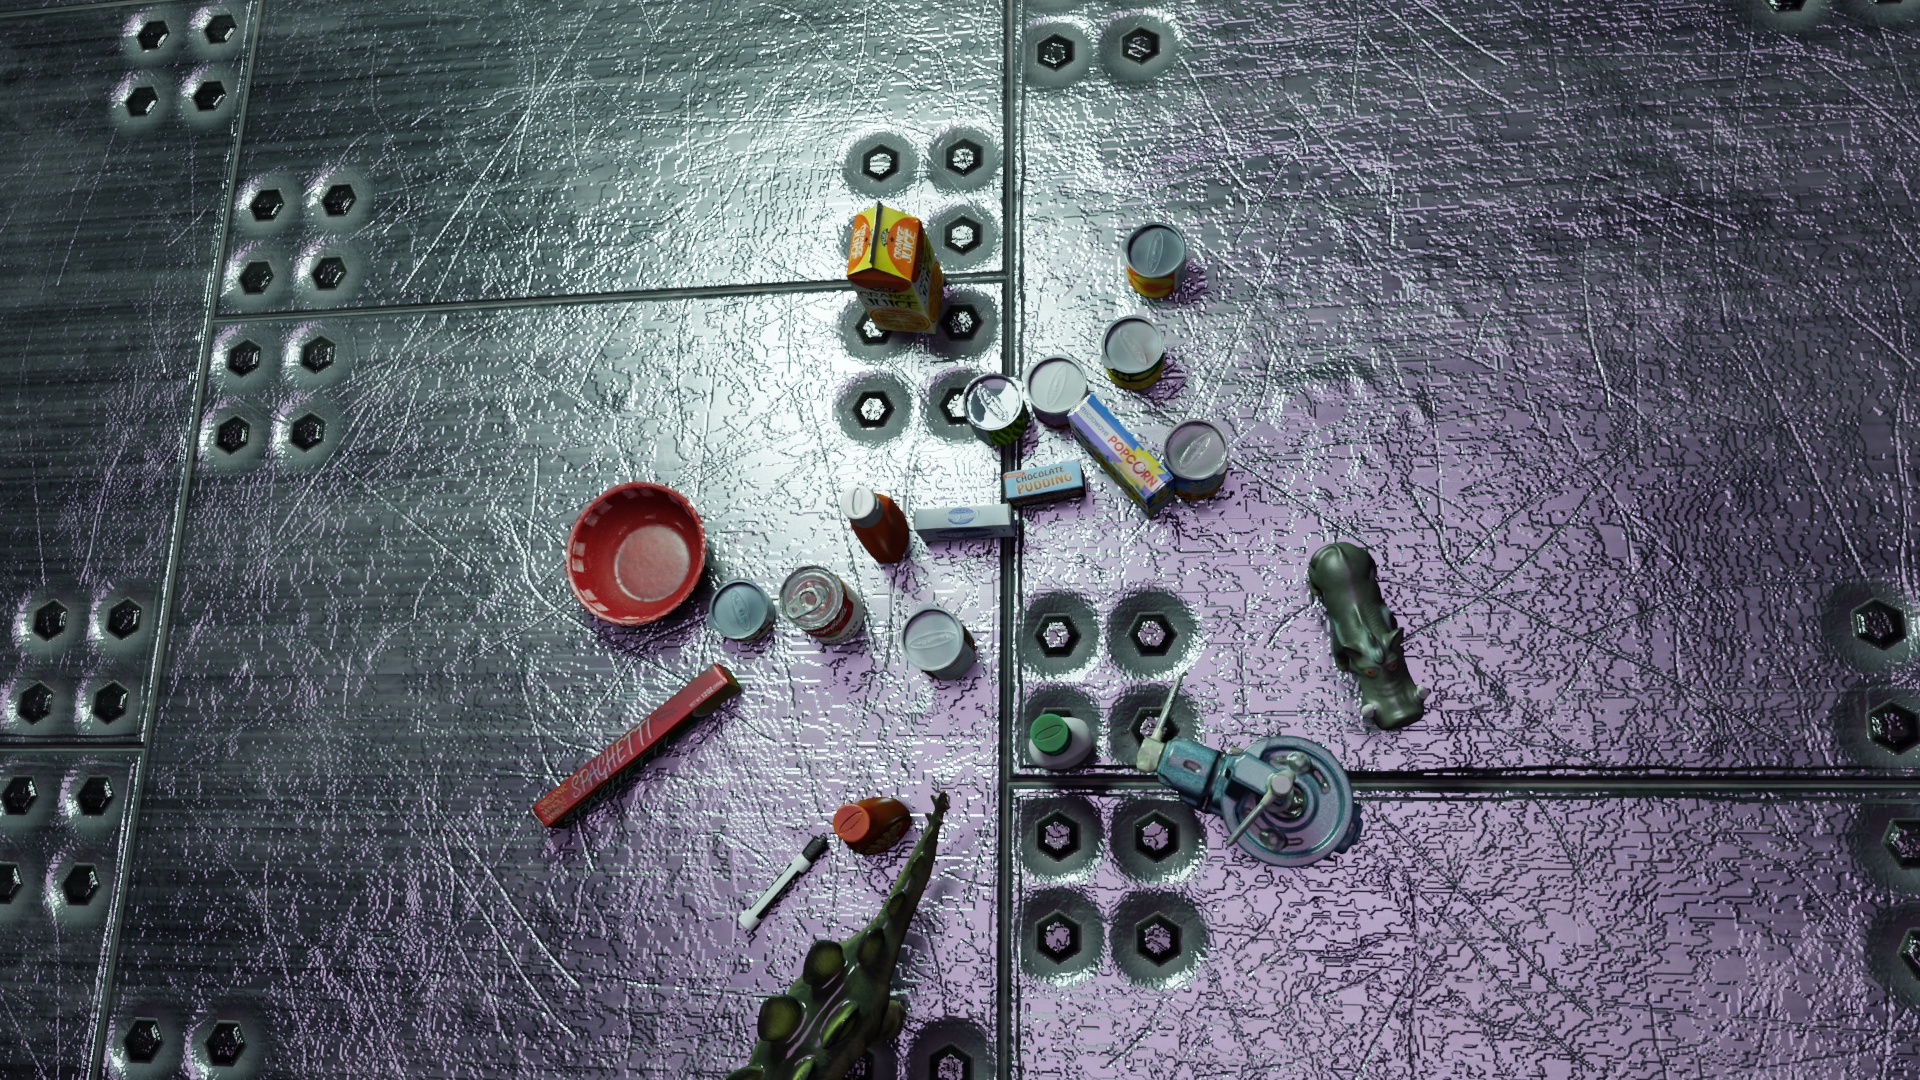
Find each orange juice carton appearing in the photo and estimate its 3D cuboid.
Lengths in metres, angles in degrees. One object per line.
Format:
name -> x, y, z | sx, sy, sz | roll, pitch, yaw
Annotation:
orange juice carton -> -0.072, -0.292, 1.493 | 0.073, 0.192, 0.072 | 6, 78, 11

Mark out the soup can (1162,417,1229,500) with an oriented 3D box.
soup can -> 0.246, -0.081, 1.443 | 0.071, 0.083, 0.071 | -2, 76, 9

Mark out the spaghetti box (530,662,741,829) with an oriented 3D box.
spaghetti box -> -0.345, 0.221, 1.482 | 0.250, 0.050, 0.029 | -39, 74, -2

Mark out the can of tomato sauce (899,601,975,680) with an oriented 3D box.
can of tomato sauce -> -0.023, 0.106, 1.441 | 0.071, 0.083, 0.071 | -2, 76, 9

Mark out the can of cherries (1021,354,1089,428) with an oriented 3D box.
can of cherries -> 0.104, -0.161, 1.500 | 0.071, 0.058, 0.071 | -2, 76, 9

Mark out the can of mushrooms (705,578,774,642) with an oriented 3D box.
can of mushrooms -> -0.239, 0.078, 1.510 | 0.071, 0.033, 0.071 | -2, 76, 9

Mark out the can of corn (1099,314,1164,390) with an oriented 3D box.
can of corn -> 0.184, -0.200, 1.497 | 0.071, 0.058, 0.071 | -2, 76, 9

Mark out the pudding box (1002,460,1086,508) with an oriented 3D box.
pudding box -> 0.091, -0.060, 1.481 | 0.084, 0.049, 0.030 | -9, 75, 7

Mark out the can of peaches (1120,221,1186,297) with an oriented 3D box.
can of peaches -> 0.211, -0.307, 1.520 | 0.071, 0.058, 0.071 | -2, 76, 9

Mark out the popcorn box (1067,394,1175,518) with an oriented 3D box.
popcorn box -> 0.169, -0.088, 1.457 | 0.038, 0.085, 0.127 | -41, 73, -2

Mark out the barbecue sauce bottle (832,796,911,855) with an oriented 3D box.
barbecue sauce bottle -> -0.091, 0.281, 1.374 | 0.065, 0.148, 0.044 | -42, 74, -2

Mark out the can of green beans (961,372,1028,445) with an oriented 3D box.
can of green beans -> 0.038, -0.142, 1.506 | 0.071, 0.057, 0.071 | -2, 76, 9

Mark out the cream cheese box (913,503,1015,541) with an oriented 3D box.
cream cheese box -> 0.005, -0.019, 1.483 | 0.104, 0.053, 0.024 | -3, 76, 9

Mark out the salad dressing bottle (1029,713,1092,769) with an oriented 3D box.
salad dressing bottle -> 0.095, 0.196, 1.365 | 0.064, 0.147, 0.044 | -24, 74, 3

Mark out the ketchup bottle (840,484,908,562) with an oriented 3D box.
ketchup bottle -> -0.089, -0.022, 1.450 | 0.043, 0.148, 0.065 | -1, 76, 10
